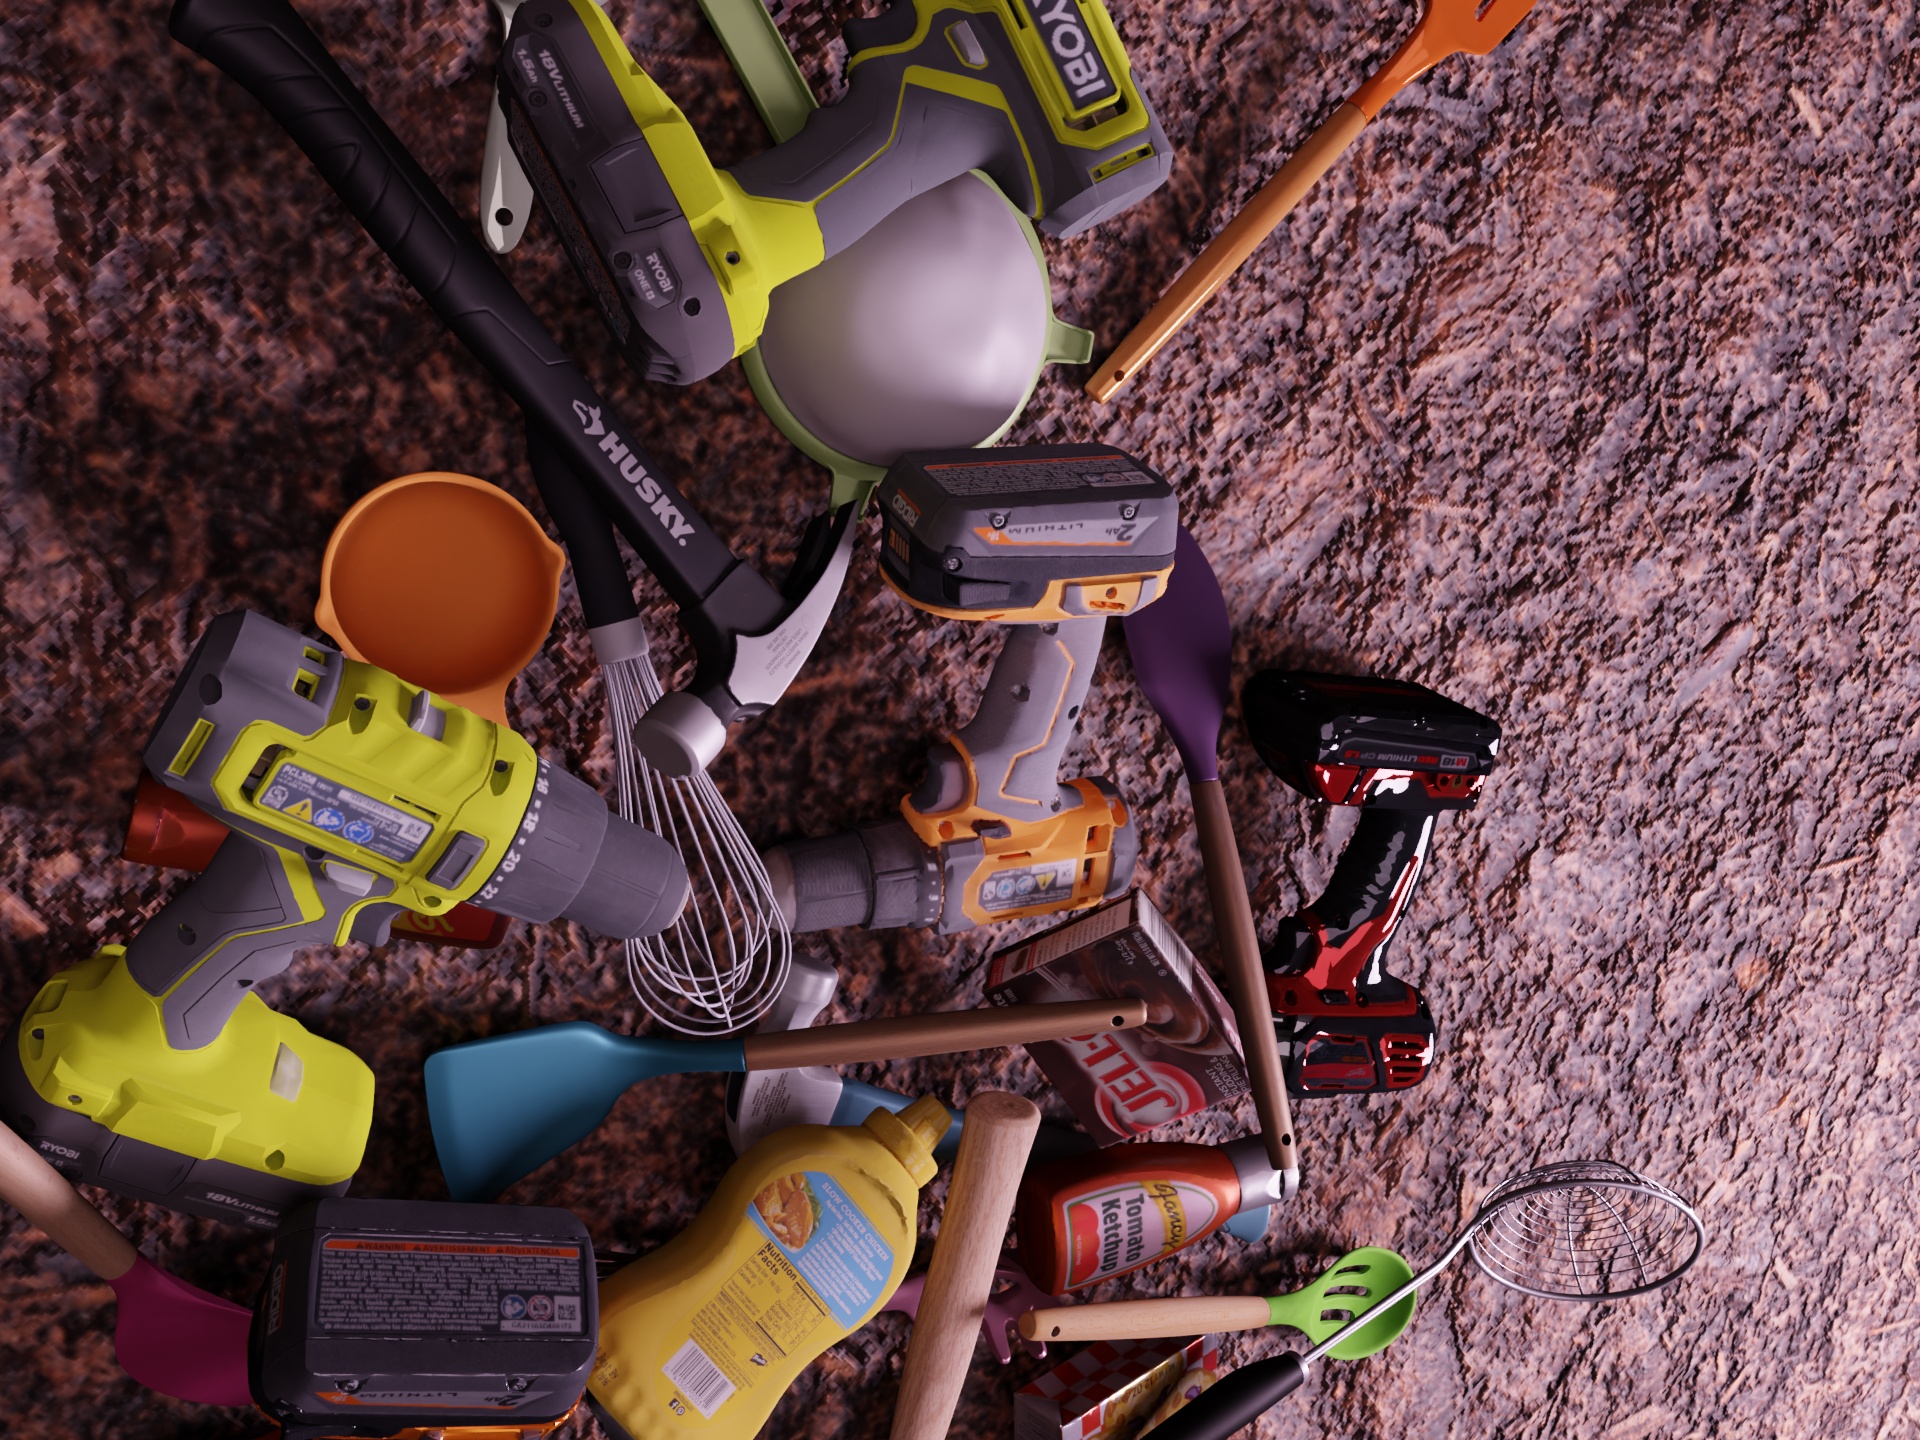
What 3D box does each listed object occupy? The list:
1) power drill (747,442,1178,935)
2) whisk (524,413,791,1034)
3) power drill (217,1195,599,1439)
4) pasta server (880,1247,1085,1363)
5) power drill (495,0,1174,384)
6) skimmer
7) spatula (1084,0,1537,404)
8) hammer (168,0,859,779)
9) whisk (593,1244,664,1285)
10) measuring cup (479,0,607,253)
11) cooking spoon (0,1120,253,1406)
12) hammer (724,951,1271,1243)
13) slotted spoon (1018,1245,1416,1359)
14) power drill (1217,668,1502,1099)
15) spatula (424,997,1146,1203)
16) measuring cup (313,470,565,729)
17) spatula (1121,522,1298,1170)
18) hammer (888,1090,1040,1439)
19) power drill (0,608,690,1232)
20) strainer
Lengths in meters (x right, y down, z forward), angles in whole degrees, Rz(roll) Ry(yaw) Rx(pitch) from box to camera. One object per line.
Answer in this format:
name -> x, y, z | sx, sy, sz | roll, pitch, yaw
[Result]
power drill -> -0.001, -0.002, 0.709 | 0.185, 0.084, 0.226 | -7, 121, -22
whisk -> -0.136, -0.002, 0.667 | 0.070, 0.070, 0.284 | -18, 98, -19
power drill -> -0.249, 0.283, 0.641 | 0.164, 0.084, 0.226 | 12, 130, -26
pasta server -> -0.088, 0.292, 0.780 | 0.316, 0.040, 0.060 | 4, 111, -24
power drill -> -0.050, -0.237, 0.596 | 0.223, 0.080, 0.171 | -29, 97, -13
skimmer -> 0.248, 0.344, 0.866 | 0.363, 0.090, 0.127 | -23, 137, -24
spatula -> 0.169, -0.274, 0.767 | 0.322, 0.041, 0.081 | -47, 116, -3
hammer -> -0.167, -0.146, 0.611 | 0.334, 0.035, 0.146 | 52, 50, -19
whisk -> -0.166, 0.253, 0.731 | 0.244, 0.051, 0.047 | 6, 123, -24
measuring cup -> -0.164, -0.265, 0.609 | 0.083, 0.038, 0.167 | 6, 100, -25
cooking spoon -> -0.325, 0.188, 0.589 | 0.068, 0.017, 0.318 | -15, 136, -3
hammer -> 0.031, 0.220, 0.818 | 0.330, 0.033, 0.128 | 21, 93, -27
slotted spoon -> 0.147, 0.319, 0.861 | 0.313, 0.031, 0.070 | 15, 92, -40
power drill -> 0.174, 0.092, 0.829 | 0.187, 0.080, 0.226 | 4, 105, -18
spatula -> -0.070, 0.154, 0.712 | 0.317, 0.044, 0.082 | -6, 112, -6
measuring cup -> -0.200, -0.015, 0.643 | 0.095, 0.052, 0.173 | -18, 107, -20
spatula -> 0.124, 0.055, 0.763 | 0.059, 0.018, 0.316 | -7, 81, -22
hammer -> -0.012, 0.330, 0.790 | 0.130, 0.031, 0.331 | 6, 110, -20
power drill -> -0.232, 0.086, 0.595 | 0.190, 0.080, 0.228 | 29, 114, -28
strainer -> -0.041, -0.216, 0.659 | 0.151, 0.069, 0.256 | -37, 116, -12
